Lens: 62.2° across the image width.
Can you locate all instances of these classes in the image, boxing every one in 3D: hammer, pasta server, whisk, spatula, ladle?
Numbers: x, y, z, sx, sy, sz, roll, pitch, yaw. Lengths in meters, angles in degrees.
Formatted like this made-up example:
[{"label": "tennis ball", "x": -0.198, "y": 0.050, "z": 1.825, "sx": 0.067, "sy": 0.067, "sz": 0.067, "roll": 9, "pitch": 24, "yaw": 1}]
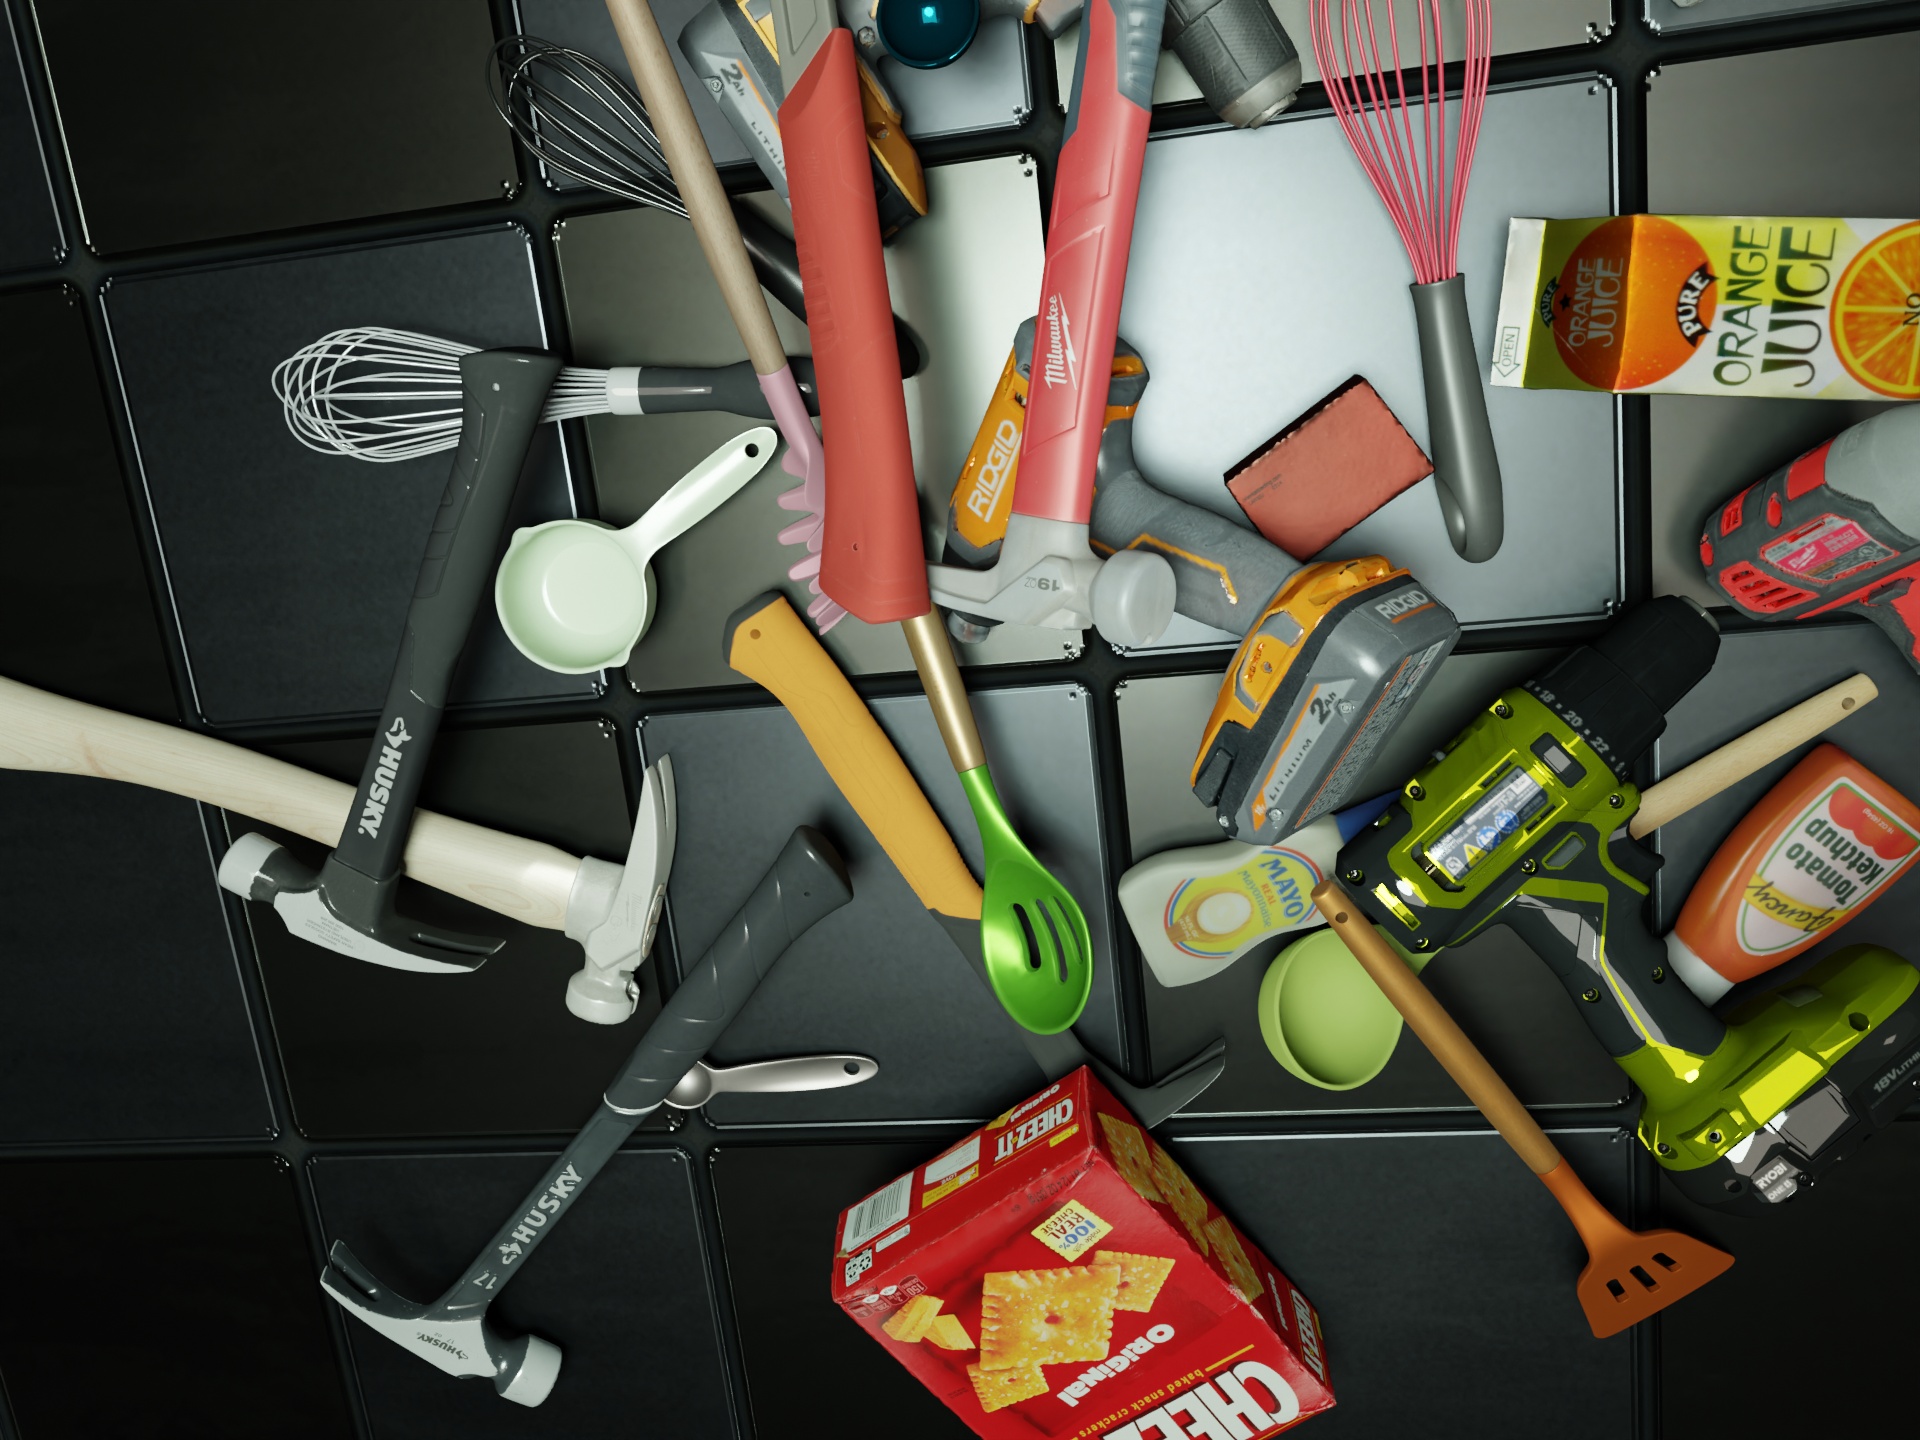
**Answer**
[{"label": "hammer", "x": -0.353, "y": 0.035, "z": 0.853, "sx": 0.410, "sy": 0.038, "sz": 0.146, "roll": 17, "pitch": 105, "yaw": 5}, {"label": "hammer", "x": -0.188, "y": 0.210, "z": 0.844, "sx": 0.149, "sy": 0.036, "sz": 0.409, "roll": 32, "pitch": 110, "yaw": -18}, {"label": "hammer", "x": 0.044, "y": -0.231, "z": 0.628, "sx": 0.143, "sy": 0.038, "sz": 0.386, "roll": 15, "pitch": 102, "yaw": 36}, {"label": "pasta server", "x": -0.099, "y": -0.175, "z": 0.692, "sx": 0.040, "sy": 0.060, "sz": 0.315, "roll": -25, "pitch": 126, "yaw": -7}, {"label": "whisk", "x": -0.118, "y": -0.233, "z": 0.738, "sx": 0.239, "sy": 0.055, "sz": 0.055, "roll": 37, "pitch": 108, "yaw": -6}, {"label": "hammer", "x": -0.044, "y": -0.218, "z": 0.625, "sx": 0.149, "sy": 0.036, "sz": 0.359, "roll": -5, "pitch": 98, "yaw": 23}, {"label": "hammer", "x": -0.004, "y": 0.075, "z": 0.805, "sx": 0.127, "sy": 0.034, "sz": 0.337, "roll": -33, "pitch": 97, "yaw": 17}, {"label": "hammer", "x": -0.254, "y": -0.025, "z": 0.772, "sx": 0.146, "sy": 0.035, "sz": 0.334, "roll": 26, "pitch": 111, "yaw": 3}, {"label": "spatula", "x": 0.263, "y": 0.190, "z": 0.759, "sx": 0.081, "sy": 0.041, "sz": 0.322, "roll": -37, "pitch": 105, "yaw": 14}, {"label": "whisk", "x": -0.192, "y": -0.159, "z": 0.765, "sx": 0.284, "sy": 0.070, "sz": 0.070, "roll": 0, "pitch": 105, "yaw": 5}, {"label": "whisk", "x": 0.202, "y": -0.209, "z": 0.683, "sx": 0.073, "sy": 0.073, "sz": 0.295, "roll": -11, "pitch": 108, "yaw": 12}, {"label": "ladle", "x": 0.282, "y": 0.073, "z": 0.746, "sx": 0.320, "sy": 0.062, "sz": 0.078, "roll": -33, "pitch": 102, "yaw": 13}]

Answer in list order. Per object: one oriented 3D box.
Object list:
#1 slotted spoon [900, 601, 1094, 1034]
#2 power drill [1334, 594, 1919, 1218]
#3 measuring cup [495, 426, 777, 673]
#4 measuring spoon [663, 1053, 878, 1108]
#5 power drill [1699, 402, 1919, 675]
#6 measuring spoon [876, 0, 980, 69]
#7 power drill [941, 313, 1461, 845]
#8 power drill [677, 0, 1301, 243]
[{"label": "slotted spoon", "x": -0.001, "y": -0.002, "z": 0.755, "sx": 0.070, "sy": 0.031, "sz": 0.314, "roll": -16, "pitch": 95, "yaw": 43}, {"label": "power drill", "x": 0.306, "y": 0.078, "z": 0.690, "sx": 0.190, "sy": 0.080, "sz": 0.228, "roll": -44, "pitch": 85, "yaw": 8}, {"label": "measuring cup", "x": -0.154, "y": -0.091, "z": 0.788, "sx": 0.167, "sy": 0.038, "sz": 0.083, "roll": -37, "pitch": 97, "yaw": 9}, {"label": "measuring spoon", "x": -0.105, "y": 0.190, "z": 0.866, "sx": 0.124, "sy": 0.018, "sz": 0.034, "roll": -5, "pitch": 112, "yaw": 4}, {"label": "power drill", "x": 0.432, "y": -0.041, "z": 0.647, "sx": 0.219, "sy": 0.143, "sz": 0.078, "roll": 38, "pitch": 65, "yaw": -2}, {"label": "measuring spoon", "x": -0.006, "y": -0.322, "z": 0.634, "sx": 0.042, "sy": 0.021, "sz": 0.128, "roll": 7, "pitch": 92, "yaw": 12}, {"label": "power drill", "x": 0.084, "y": -0.051, "z": 0.697, "sx": 0.227, "sy": 0.084, "sz": 0.164, "roll": 43, "pitch": 130, "yaw": 24}, {"label": "power drill", "x": 0.018, "y": -0.291, "z": 0.683, "sx": 0.226, "sy": 0.084, "sz": 0.185, "roll": -34, "pitch": 99, "yaw": 12}]
